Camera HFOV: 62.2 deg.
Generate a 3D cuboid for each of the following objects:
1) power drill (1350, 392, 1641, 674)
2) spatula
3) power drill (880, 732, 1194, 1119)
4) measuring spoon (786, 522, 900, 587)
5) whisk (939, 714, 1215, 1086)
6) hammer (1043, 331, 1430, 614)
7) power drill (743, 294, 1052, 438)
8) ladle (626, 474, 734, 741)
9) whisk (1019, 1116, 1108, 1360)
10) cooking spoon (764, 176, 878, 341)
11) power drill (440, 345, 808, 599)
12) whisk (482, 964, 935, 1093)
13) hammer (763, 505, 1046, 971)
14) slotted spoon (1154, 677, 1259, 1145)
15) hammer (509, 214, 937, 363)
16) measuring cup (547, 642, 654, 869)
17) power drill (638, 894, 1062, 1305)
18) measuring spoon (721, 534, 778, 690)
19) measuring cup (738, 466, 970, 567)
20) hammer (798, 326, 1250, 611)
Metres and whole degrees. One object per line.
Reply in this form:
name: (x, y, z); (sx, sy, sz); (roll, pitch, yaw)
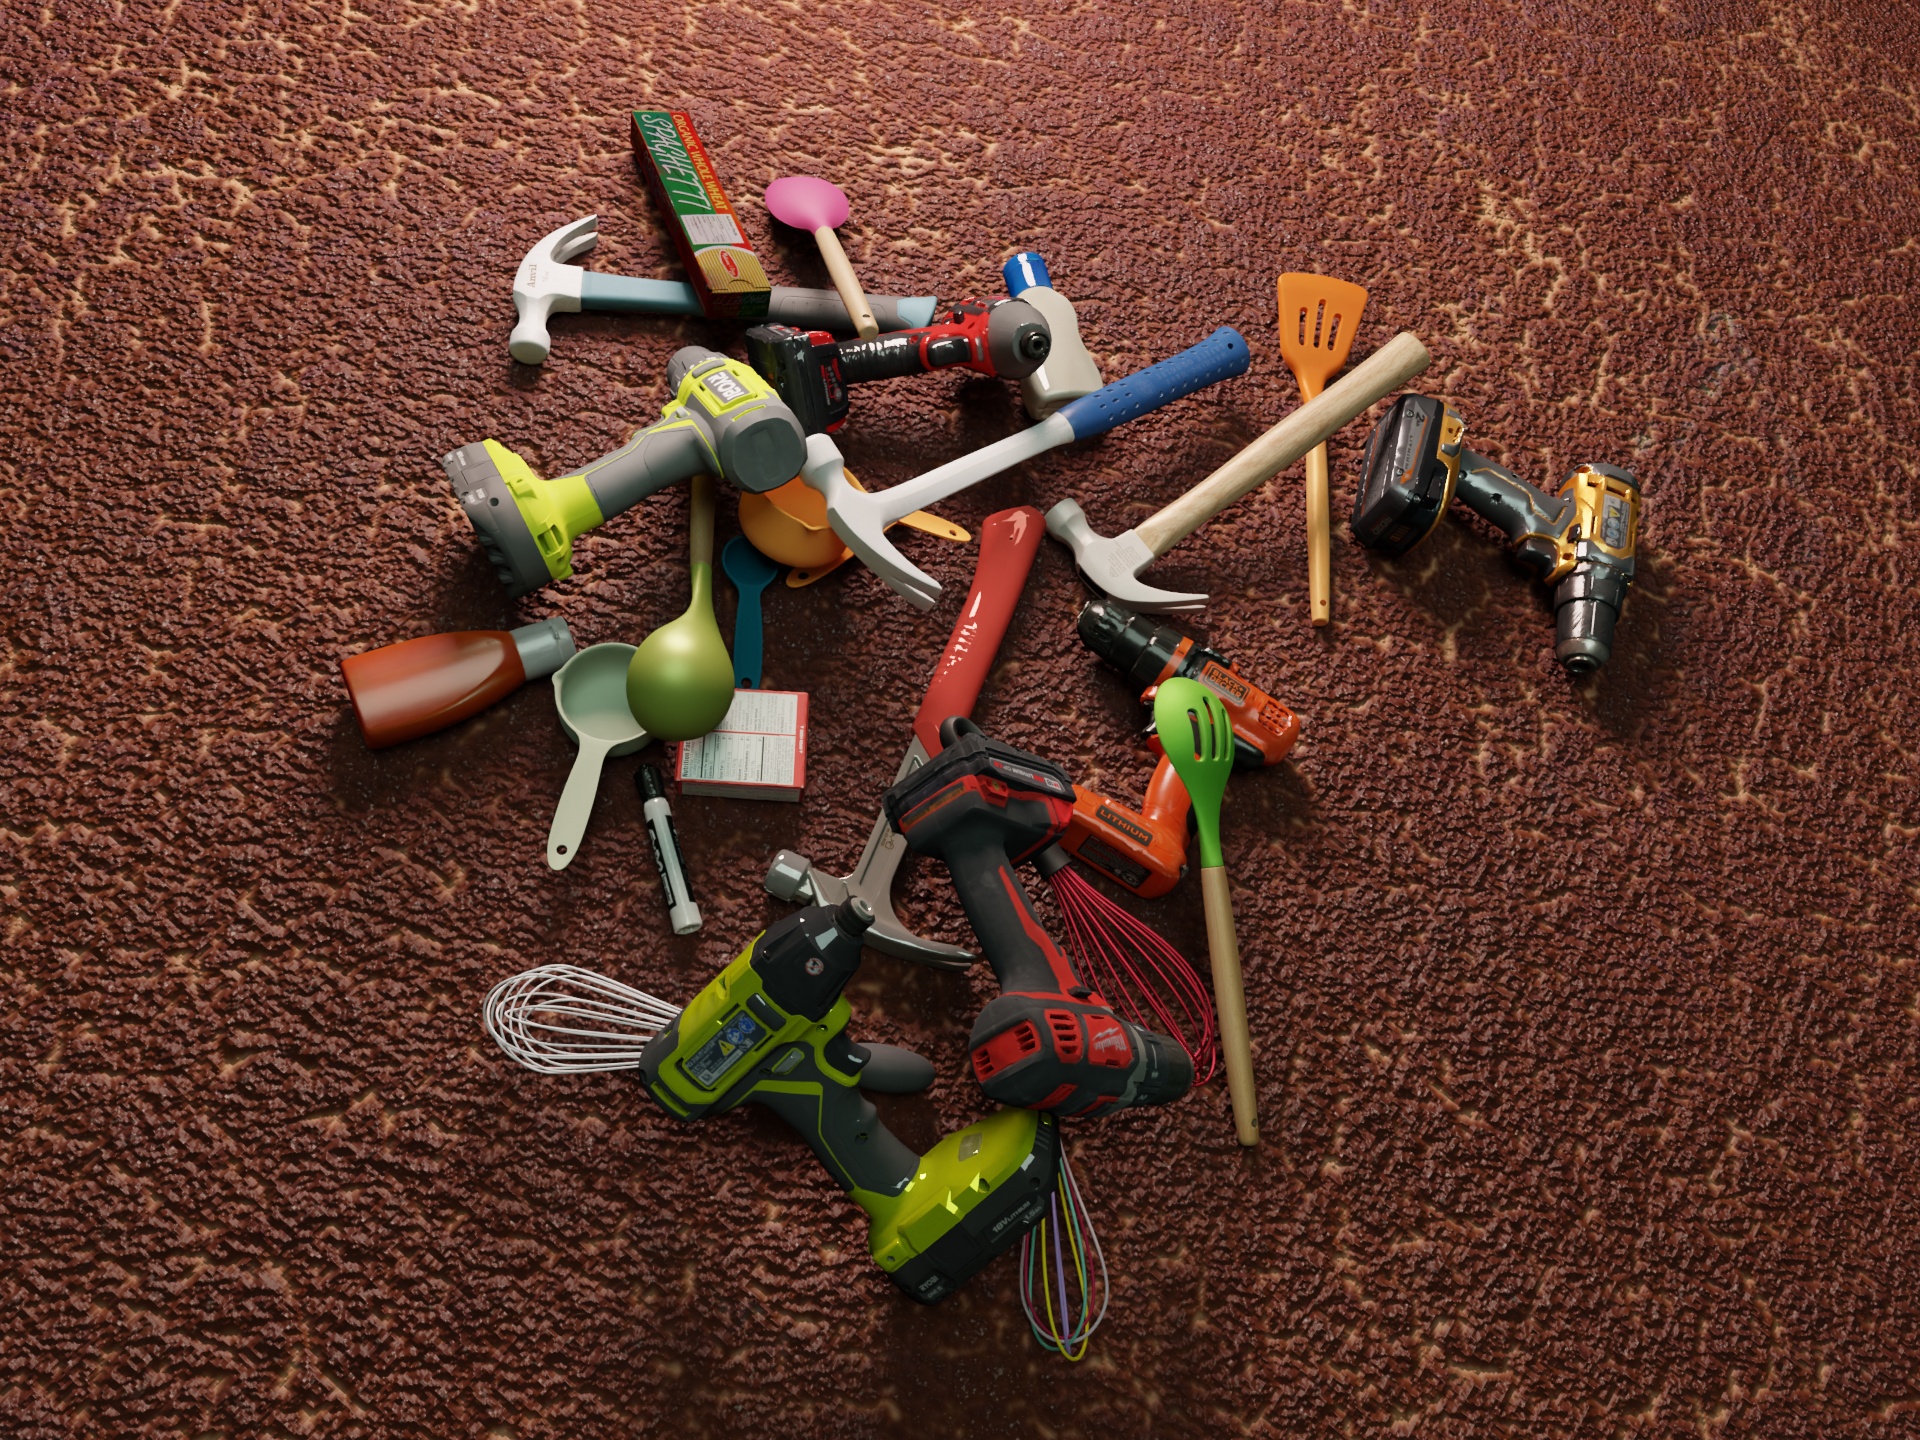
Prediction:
power drill: (0.431, -0.147, 1.267); (0.226, 0.084, 0.185); (20, 63, -6)
spatula: (0.293, -0.224, 1.296); (0.081, 0.041, 0.323); (9, 64, -8)
power drill: (0.055, 0.133, 0.964); (0.187, 0.080, 0.227); (21, 41, -49)
measuring spoon: (-0.083, -0.130, 1.194); (0.117, 0.011, 0.021); (-35, 65, -21)
whisk: (0.076, 0.116, 1.059); (0.073, 0.073, 0.296); (-31, 79, -23)
hammer: (0.232, -0.198, 1.235); (0.331, 0.031, 0.130); (-36, 77, -9)
power drill: (-0.041, -0.273, 1.198); (0.219, 0.143, 0.078); (-15, 112, -15)
ladle: (-0.193, -0.120, 1.129); (0.078, 0.062, 0.320); (38, 33, -40)
whisk: (0.057, 0.276, 1.009); (0.047, 0.051, 0.245); (13, 56, -28)
cooking spoon: (-0.100, -0.365, 1.226); (0.068, 0.017, 0.319); (-5, 39, -13)
power drill: (-0.238, -0.188, 1.118); (0.228, 0.080, 0.191); (-27, 38, -12)
whisk: (-0.153, 0.200, 0.993); (0.284, 0.070, 0.070); (11, 63, -11)
hammer: (-0.002, -0.004, 1.132); (0.149, 0.036, 0.359); (23, 62, 1)
slotted spoon: (0.174, 0.124, 1.061); (0.070, 0.031, 0.314); (-1, 82, -38)
hammer: (-0.182, -0.330, 1.259); (0.331, 0.033, 0.128); (2, 65, -10)
measuring cup: (-0.246, 0.028, 1.069); (0.083, 0.038, 0.168); (14, 64, -4)
power drill: (-0.053, 0.217, 0.925); (0.223, 0.080, 0.171); (44, 108, -8)
measuring spoon: (-0.155, -0.072, 1.150); (0.042, 0.021, 0.129); (6, 72, -20)
measuring cup: (-0.080, -0.142, 1.172); (0.173, 0.052, 0.095); (14, 43, -22)
hammer: (0.073, -0.213, 1.200); (0.405, 0.035, 0.144); (-29, 79, -30)
